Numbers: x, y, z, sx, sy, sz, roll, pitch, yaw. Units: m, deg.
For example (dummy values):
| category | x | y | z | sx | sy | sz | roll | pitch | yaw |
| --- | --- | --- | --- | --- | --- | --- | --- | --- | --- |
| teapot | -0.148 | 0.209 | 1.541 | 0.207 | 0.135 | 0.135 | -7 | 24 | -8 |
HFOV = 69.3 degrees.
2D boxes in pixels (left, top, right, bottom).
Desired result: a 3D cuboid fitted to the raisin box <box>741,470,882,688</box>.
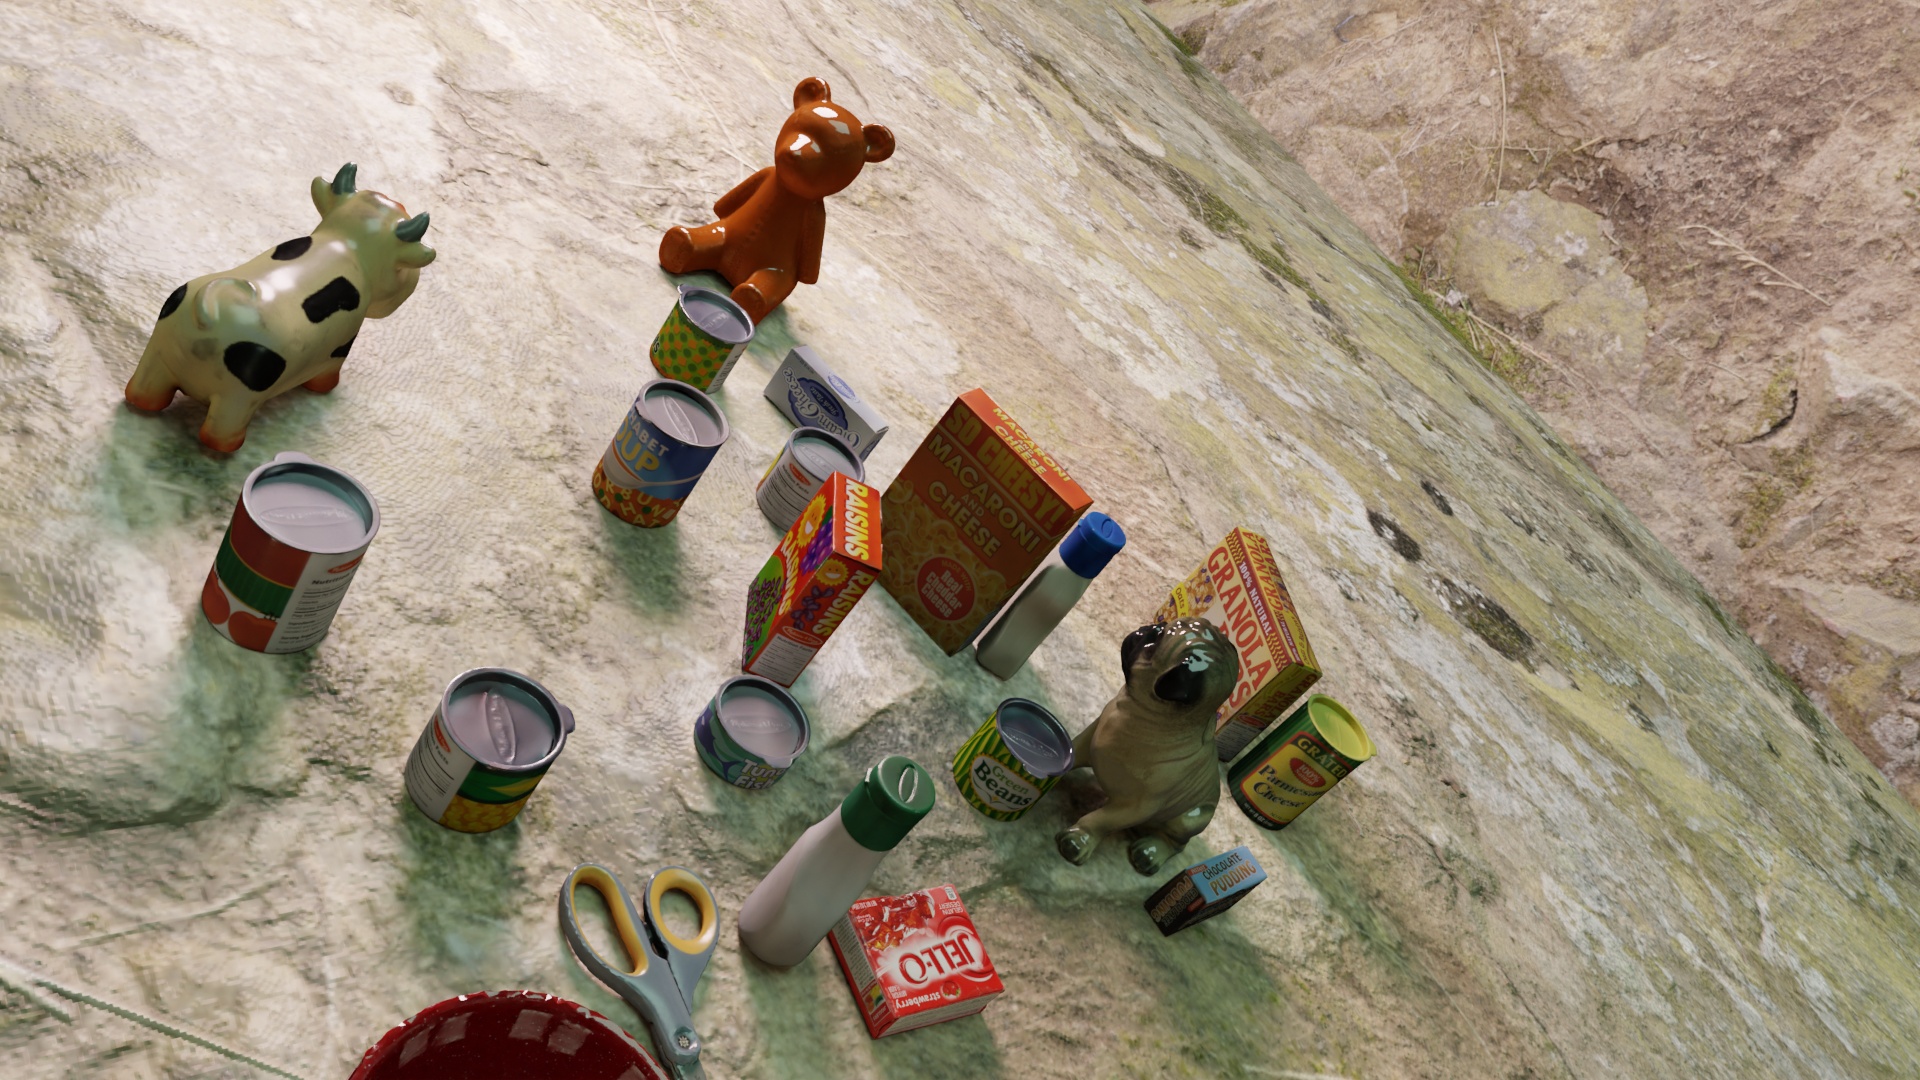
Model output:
| category | x | y | z | sx | sy | sz | roll | pitch | yaw |
| --- | --- | --- | --- | --- | --- | --- | --- | --- | --- |
| raisin box | -0.099 | 0.026 | 0.928 | 0.040 | 0.123 | 0.086 | 25 | 34 | -22 |

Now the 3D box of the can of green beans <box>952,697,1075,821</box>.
| category | x | y | z | sx | sy | sz | roll | pitch | yaw |
| --- | --- | --- | --- | --- | --- | --- | --- | --- | --- |
| can of green beans | 0.037 | 0.153 | 0.969 | 0.071 | 0.057 | 0.071 | 27 | 33 | -19 |

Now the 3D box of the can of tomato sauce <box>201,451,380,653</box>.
| category | x | y | z | sx | sy | sz | roll | pitch | yaw |
| --- | --- | --- | --- | --- | --- | --- | --- | --- | --- |
| can of tomato sauce | -0.352 | 0.007 | 0.727 | 0.071 | 0.082 | 0.071 | 27 | 33 | -19 |

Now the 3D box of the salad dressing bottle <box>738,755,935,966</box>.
| category | x | y | z | sx | sy | sz | roll | pitch | yaw |
| --- | --- | --- | --- | --- | --- | --- | --- | --- | --- |
| salad dressing bottle | -0.067 | 0.173 | 0.749 | 0.044 | 0.147 | 0.064 | 32 | 32 | -11 |

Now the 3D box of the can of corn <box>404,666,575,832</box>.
| category | x | y | z | sx | sy | sz | roll | pitch | yaw |
| --- | --- | --- | --- | --- | --- | --- | --- | --- | --- |
| can of corn | -0.247 | 0.110 | 0.729 | 0.071 | 0.058 | 0.071 | 27 | 33 | -19 |

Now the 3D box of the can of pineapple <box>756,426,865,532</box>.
| category | x | y | z | sx | sy | sz | roll | pitch | yaw |
| --- | --- | --- | --- | --- | --- | --- | --- | --- | --- |
| can of pineapple | -0.114 | -0.045 | 1.067 | 0.071 | 0.057 | 0.071 | 27 | 33 | -19 |

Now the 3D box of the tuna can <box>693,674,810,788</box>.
| category | x | y | z | sx | sy | sz | roll | pitch | yaw |
| --- | --- | --- | --- | --- | --- | --- | --- | --- | --- |
| tuna can | -0.129 | 0.121 | 0.863 | 0.071 | 0.032 | 0.071 | 27 | 33 | -19 |

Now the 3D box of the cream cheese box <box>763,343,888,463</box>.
| category | x | y | z | sx | sy | sz | roll | pitch | yaw |
| --- | --- | --- | --- | --- | --- | --- | --- | --- | --- |
| cream cheese box | -0.112 | -0.109 | 1.156 | 0.104 | 0.053 | 0.024 | 45 | 31 | 10 |

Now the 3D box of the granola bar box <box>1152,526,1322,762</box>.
| category | x | y | z | sx | sy | sz | roll | pitch | yaw |
| --- | --- | --- | --- | --- | --- | --- | --- | --- | --- |
| granola bar box | 0.233 | 0.087 | 1.195 | 0.039 | 0.123 | 0.166 | 22 | 35 | -27 |

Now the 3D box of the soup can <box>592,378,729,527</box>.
| category | x | y | z | sx | sy | sz | roll | pitch | yaw |
| --- | --- | --- | --- | --- | --- | --- | --- | --- | --- |
| soup can | -0.211 | -0.060 | 0.961 | 0.071 | 0.083 | 0.072 | 27 | 33 | -19 |

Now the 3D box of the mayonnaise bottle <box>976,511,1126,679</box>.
| category | x | y | z | sx | sy | sz | roll | pitch | yaw |
| --- | --- | --- | --- | --- | --- | --- | --- | --- | --- |
| mayonnaise bottle | 0.069 | 0.040 | 1.061 | 0.041 | 0.147 | 0.065 | 36 | 31 | -5 |

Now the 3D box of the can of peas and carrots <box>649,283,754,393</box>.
| category | x | y | z | sx | sy | sz | roll | pitch | yaw |
| --- | --- | --- | --- | --- | --- | --- | --- | --- | --- |
| can of peas and carrots | -0.210 | -0.162 | 1.117 | 0.071 | 0.058 | 0.071 | 27 | 33 | -19 |

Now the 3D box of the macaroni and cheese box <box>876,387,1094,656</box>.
| category | x | y | z | sx | sy | sz | roll | pitch | yaw |
| --- | --- | --- | --- | --- | --- | --- | --- | --- | --- |
| macaroni and cheese box | 0.004 | -0.013 | 1.044 | 0.124 | 0.165 | 0.040 | 46 | 31 | 11 |

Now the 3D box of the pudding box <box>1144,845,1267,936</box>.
| category | x | y | z | sx | sy | sz | roll | pitch | yaw |
| --- | --- | --- | --- | --- | --- | --- | --- | --- | --- |
| pudding box | 0.177 | 0.251 | 0.998 | 0.084 | 0.049 | 0.030 | -3 | 50 | -48 |

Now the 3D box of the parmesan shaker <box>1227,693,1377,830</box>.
| category | x | y | z | sx | sy | sz | roll | pitch | yaw |
| --- | --- | --- | --- | --- | --- | --- | --- | --- | --- |
| parmesan shaker | 0.279 | 0.184 | 1.138 | 0.071 | 0.102 | 0.072 | 27 | 33 | -19 |
